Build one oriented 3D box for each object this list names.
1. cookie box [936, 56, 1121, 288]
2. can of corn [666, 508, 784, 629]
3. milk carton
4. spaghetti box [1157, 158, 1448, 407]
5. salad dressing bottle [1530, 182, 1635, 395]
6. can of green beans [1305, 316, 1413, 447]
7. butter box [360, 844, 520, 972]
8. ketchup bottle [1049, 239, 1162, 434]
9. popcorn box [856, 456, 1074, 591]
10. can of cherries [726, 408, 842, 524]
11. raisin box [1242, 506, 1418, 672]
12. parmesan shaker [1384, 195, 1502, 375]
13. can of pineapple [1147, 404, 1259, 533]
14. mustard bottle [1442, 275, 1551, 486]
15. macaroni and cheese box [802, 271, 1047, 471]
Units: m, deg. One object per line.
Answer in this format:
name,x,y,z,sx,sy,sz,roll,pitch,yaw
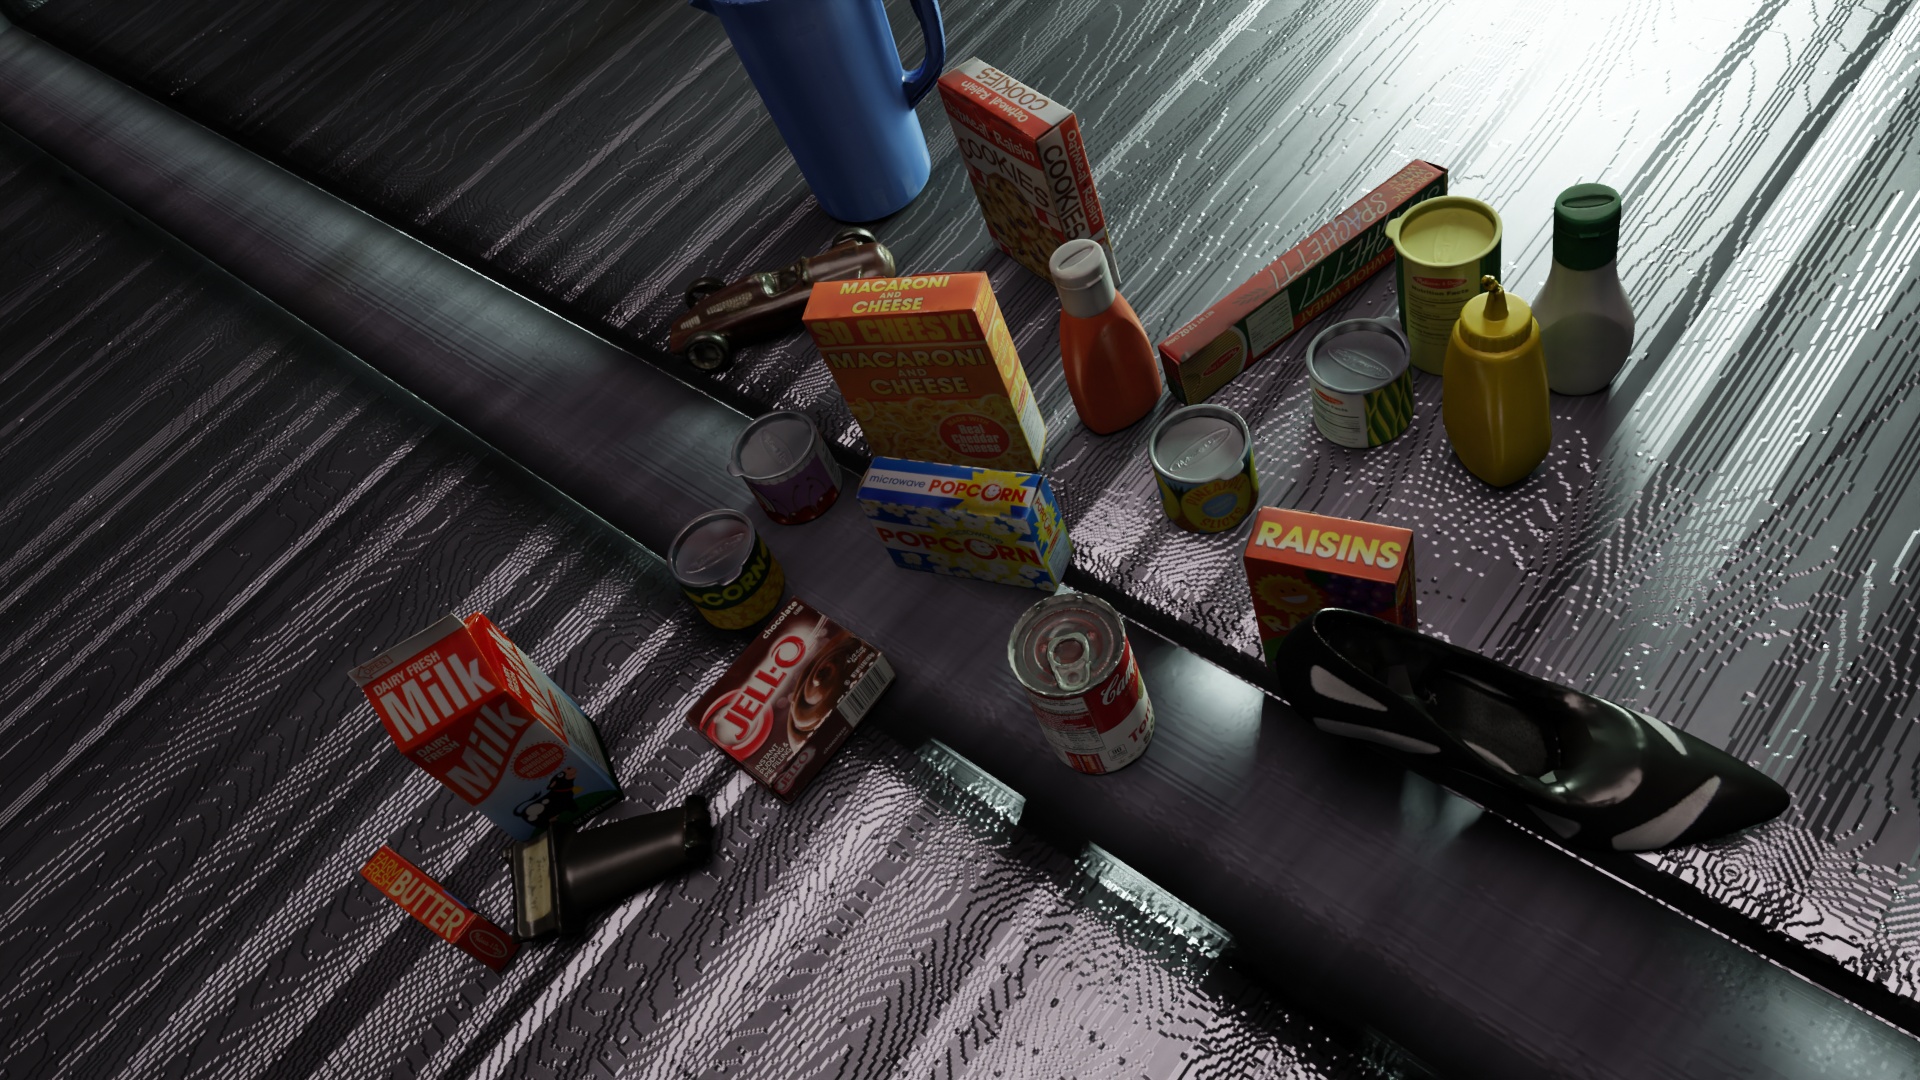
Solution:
cookie box,0.053,-0.270,1.056,0.040,0.166,0.123,-39,51,-11
can of corn,-0.164,0.023,0.982,0.071,0.058,0.071,-10,52,13
milk carton,-0.296,0.114,0.874,0.072,0.189,0.074,-32,50,-5
spaghetti box,0.249,-0.186,0.996,0.250,0.050,0.029,-36,51,-9
salad dressing bottle,0.384,-0.153,0.858,0.064,0.147,0.044,-1,54,20
can of green beans,0.266,-0.104,0.922,0.071,0.057,0.071,-10,52,13
butter box,-0.332,0.234,0.885,0.103,0.053,0.024,21,64,32
ketchup bottle,0.096,-0.140,0.952,0.065,0.148,0.044,-34,50,-7
popcorn box,0.003,-0.012,0.930,0.127,0.085,0.038,8,58,25
can of cherries,-0.130,-0.053,1.027,0.071,0.058,0.072,-10,52,13
raisin box,0.214,0.036,0.791,0.086,0.123,0.040,11,59,27
parmesan shaker,0.321,-0.168,0.921,0.071,0.102,0.071,-10,52,13
can of pineapple,0.161,-0.045,0.915,0.071,0.057,0.071,-10,52,13
mustard bottle,0.322,-0.100,0.832,0.049,0.159,0.065,-30,50,-3
macaroni and cheese box,-0.021,-0.113,0.963,0.124,0.165,0.040,0,55,20
